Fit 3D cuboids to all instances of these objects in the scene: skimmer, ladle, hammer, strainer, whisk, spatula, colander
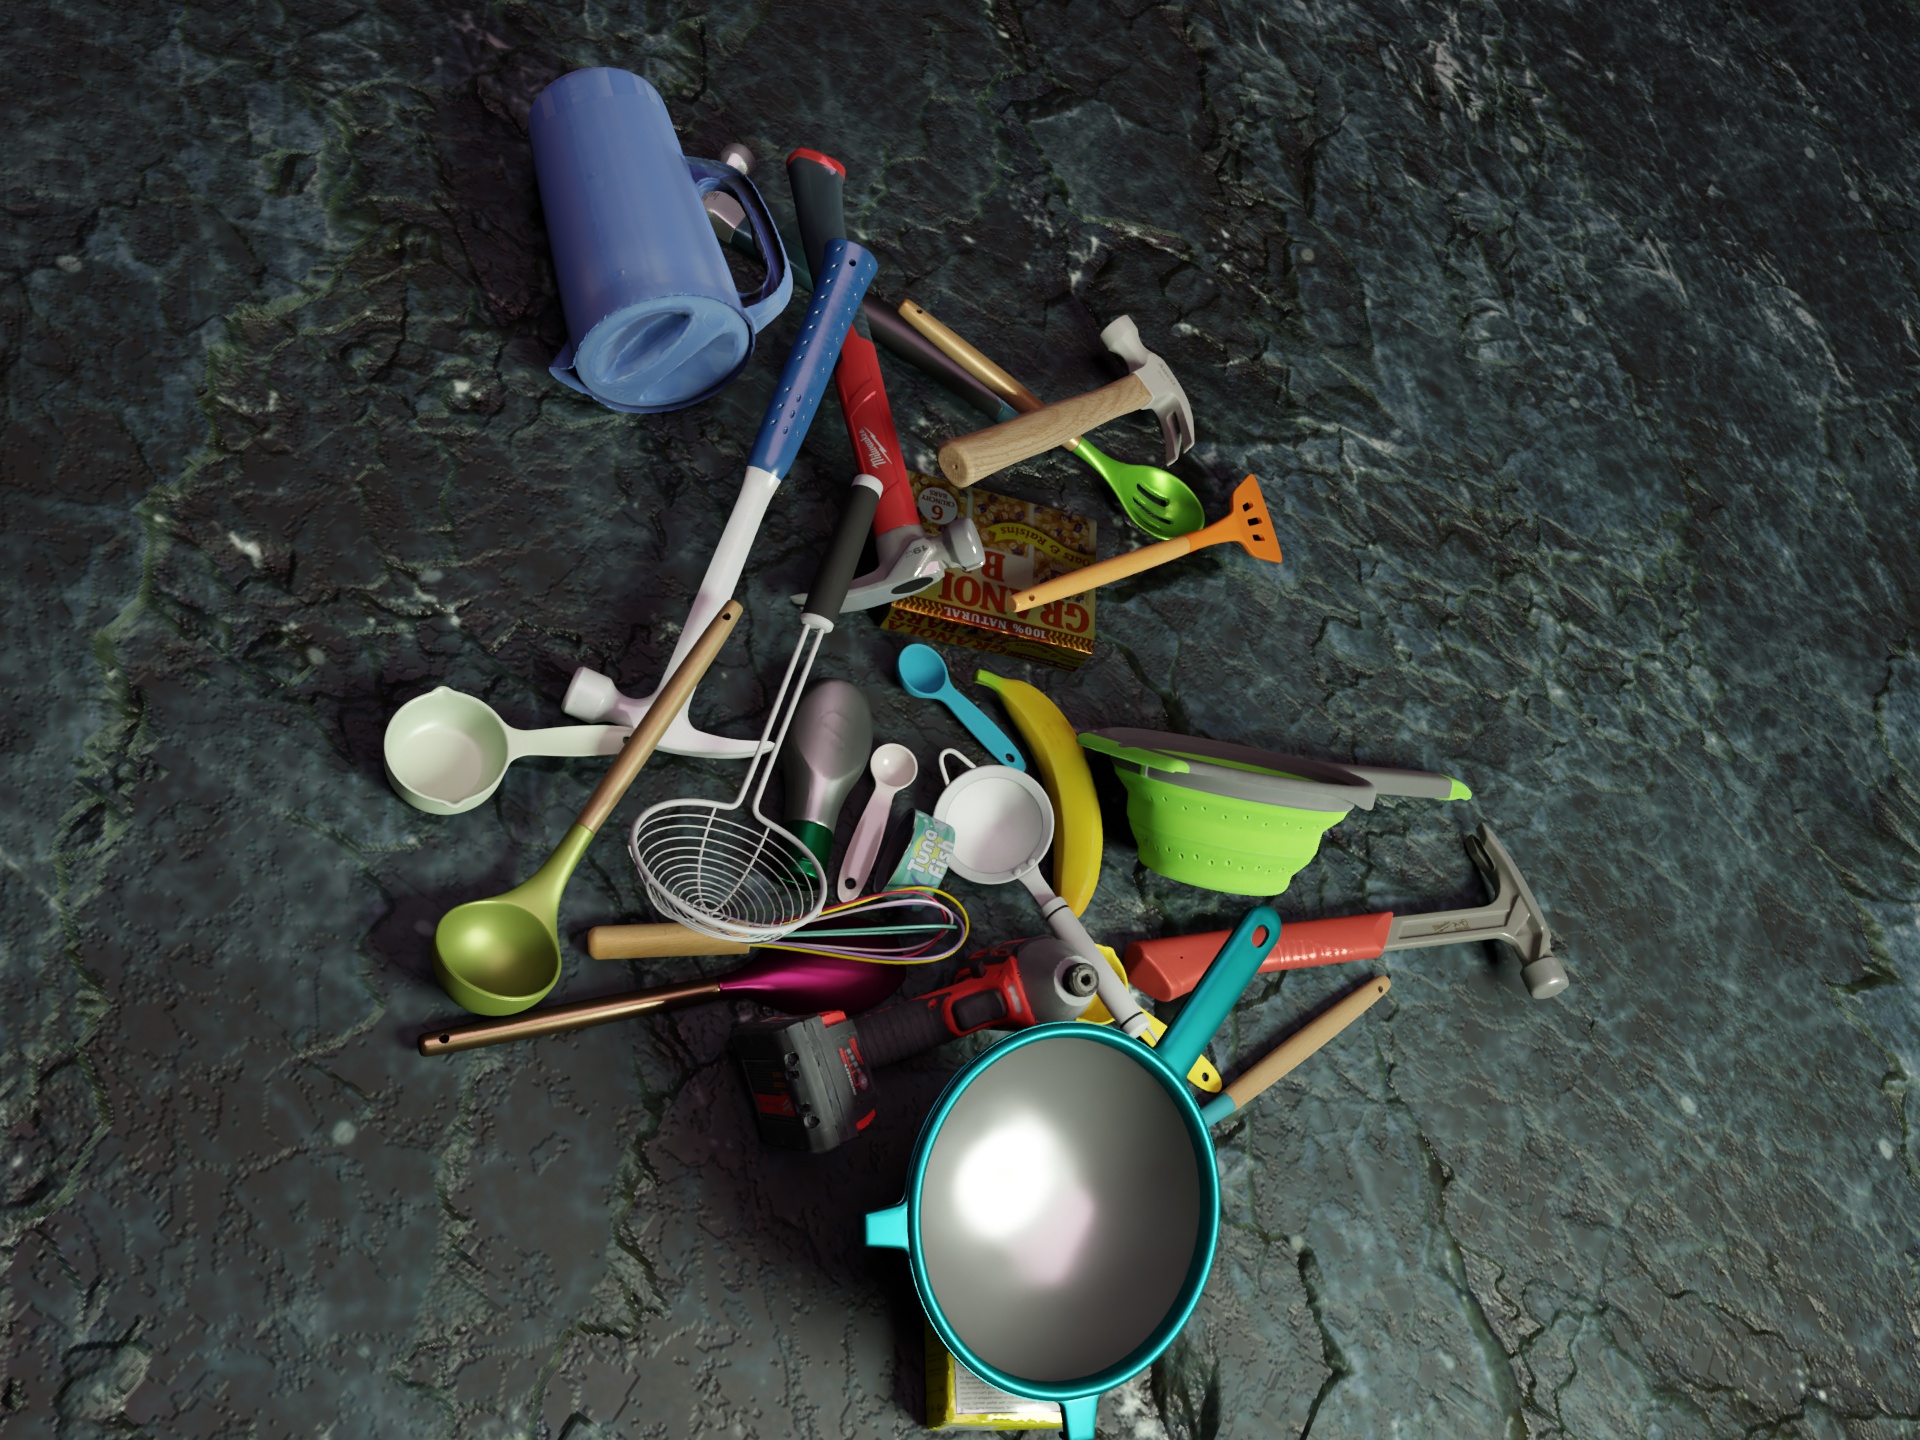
[{"bbox_3d":[-0.107,-0.023,1.040,0.127,0.090,0.363,22,65,-8],"label":"skimmer"},{"bbox_3d":[-0.223,0.044,1.008,0.078,0.062,0.320,32,66,-5],"label":"ladle"},{"bbox_3d":[-0.095,-0.268,1.211,0.143,0.038,0.387,-18,70,9],"label":"hammer"},{"bbox_3d":[0.087,-0.235,1.248,0.130,0.031,0.331,53,41,4],"label":"hammer"},{"bbox_3d":[0.082,0.243,0.980,0.211,0.095,0.340,48,63,-13],"label":"strainer"},{"bbox_3d":[-0.116,0.136,1.029,0.245,0.051,0.047,-1,91,-10],"label":"whisk"},{"bbox_3d":[0.287,0.158,1.207,0.359,0.036,0.149,-3,53,-22],"label":"hammer"},{"bbox_3d":[0.215,0.260,1.129,0.317,0.044,0.082,-27,98,-33],"label":"spatula"},{"bbox_3d":[0.060,0.126,1.102,0.087,0.050,0.259,-33,65,-4],"label":"strainer"},{"bbox_3d":[-0.139,-0.163,1.132,0.144,0.035,0.406,23,73,-13],"label":"hammer"},{"bbox_3d":[0.156,-0.132,1.271,0.322,0.041,0.081,-21,93,-35],"label":"spatula"},{"bbox_3d":[-0.081,-0.339,1.299,0.331,0.033,0.128,33,56,-6],"label":"hammer"},{"bbox_3d":[0.254,0.077,1.205,0.396,0.205,0.094,6,97,-38],"label":"colander"}]

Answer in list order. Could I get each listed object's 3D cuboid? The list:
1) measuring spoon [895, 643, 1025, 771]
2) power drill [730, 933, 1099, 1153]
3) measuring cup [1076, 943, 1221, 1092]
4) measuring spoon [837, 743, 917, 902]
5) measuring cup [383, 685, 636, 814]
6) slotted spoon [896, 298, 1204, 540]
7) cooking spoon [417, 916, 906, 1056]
[{"bbox_3d":[-0.002,-0.004,1.183,0.128,0.021,0.042,45,50,-9],"label":"measuring spoon"},{"bbox_3d":[-0.020,0.193,1.000,0.219,0.143,0.078,-17,87,-27],"label":"power drill"},{"bbox_3d":[0.123,0.218,1.127,0.156,0.029,0.062,41,56,-15],"label":"measuring cup"},{"bbox_3d":[-0.063,0.073,1.119,0.034,0.018,0.124,23,65,-7],"label":"measuring spoon"},{"bbox_3d":[-0.287,0.022,1.031,0.167,0.038,0.083,-2,67,-27],"label":"measuring cup"},{"bbox_3d":[0.074,-0.240,1.285,0.313,0.031,0.070,34,55,-21],"label":"slotted spoon"},{"bbox_3d":[-0.180,0.175,1.012,0.318,0.017,0.069,-7,68,-27],"label":"cooking spoon"}]
